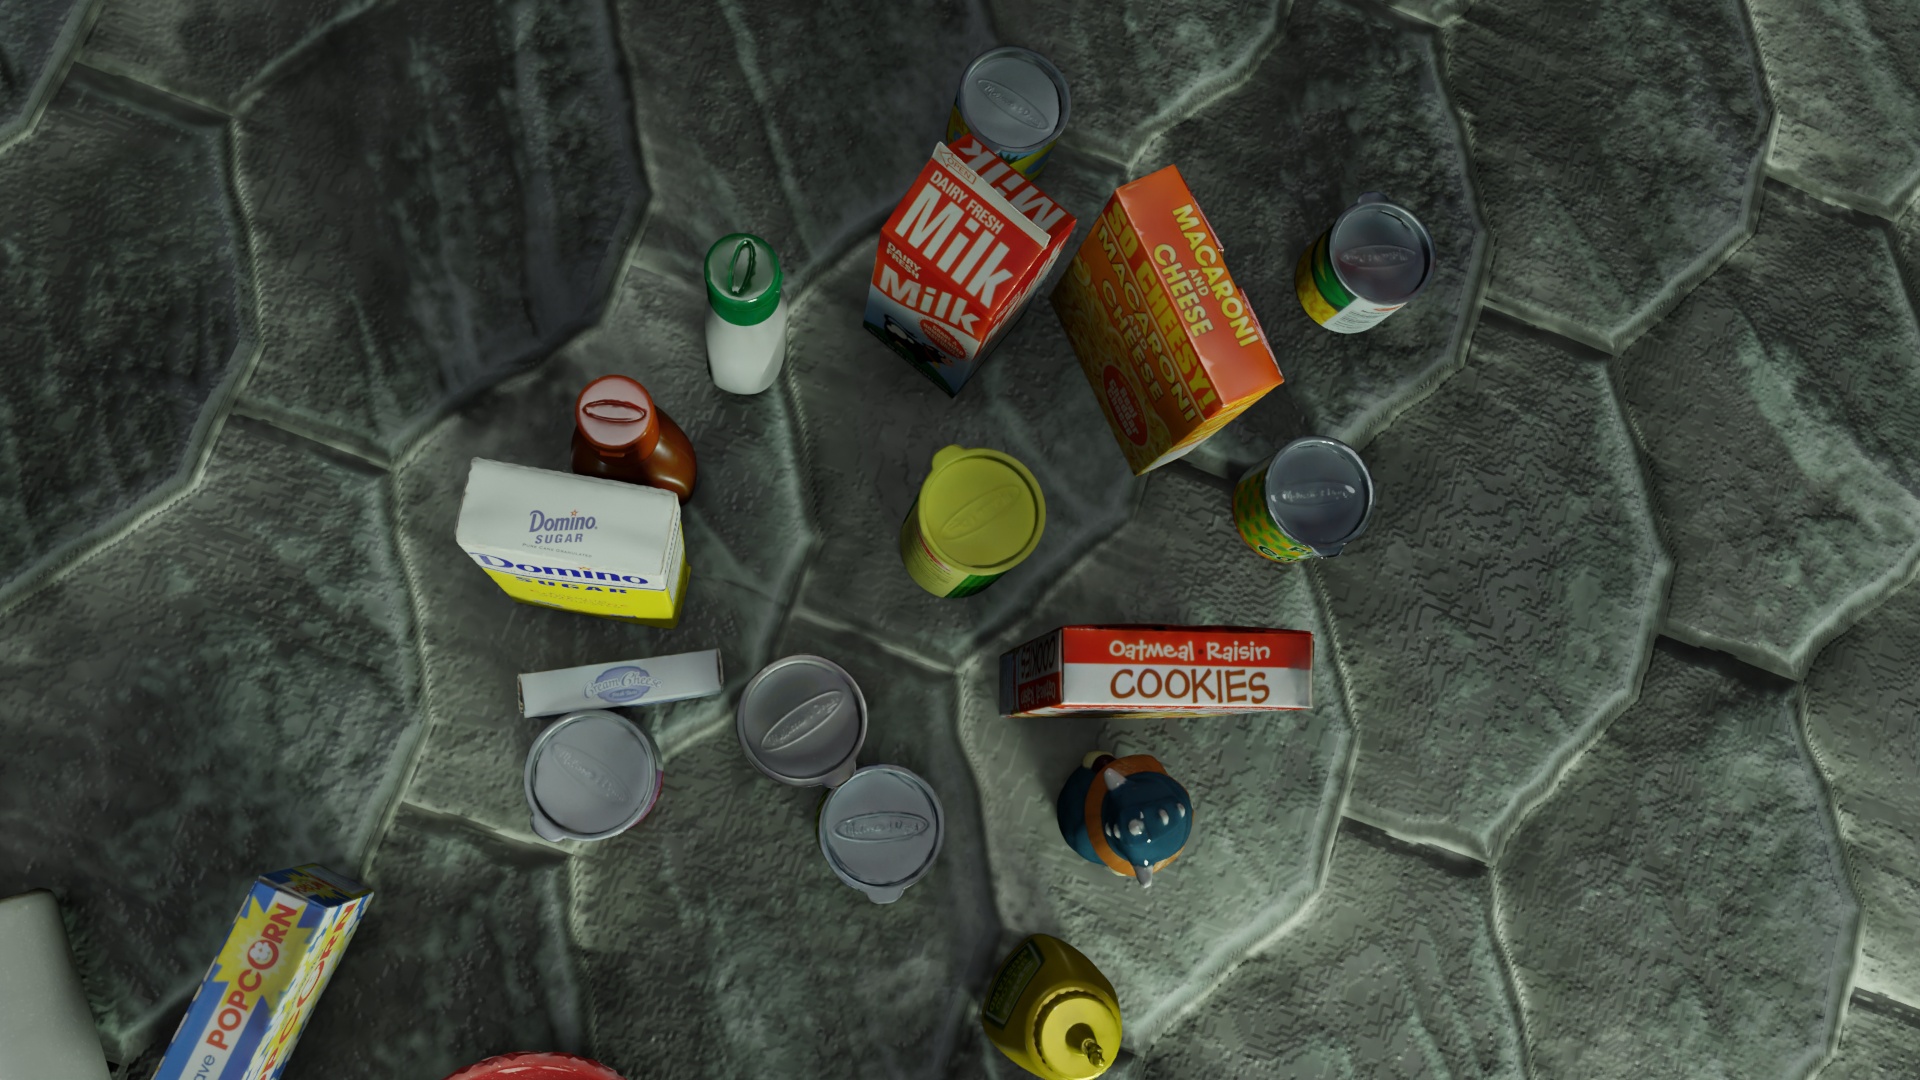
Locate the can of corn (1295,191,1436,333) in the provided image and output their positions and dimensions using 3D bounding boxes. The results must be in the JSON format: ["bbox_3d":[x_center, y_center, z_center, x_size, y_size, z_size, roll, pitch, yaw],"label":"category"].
[{"bbox_3d":[0.244,-0.167,0.843,0.071,0.058,0.071,1,80,-8],"label":"can of corn"}]

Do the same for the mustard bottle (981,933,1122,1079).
[{"bbox_3d":[0.049,0.237,0.692,0.049,0.160,0.065,33,78,-2],"label":"mustard bottle"}]

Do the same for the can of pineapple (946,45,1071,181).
[{"bbox_3d":[0.026,-0.249,0.825,0.071,0.057,0.071,1,80,-8],"label":"can of pineapple"}]

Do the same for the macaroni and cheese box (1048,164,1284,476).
[{"bbox_3d":[0.106,-0.113,0.758,0.040,0.166,0.124,-24,85,-11],"label":"macaroni and cheese box"}]

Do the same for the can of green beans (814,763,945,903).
[{"bbox_3d":[-0.045,0.153,0.745,0.071,0.057,0.071,1,80,-8],"label":"can of green beans"}]

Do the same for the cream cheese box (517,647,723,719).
[{"bbox_3d":[-0.178,0.077,0.741,0.104,0.053,0.024,-7,82,-9],"label":"cream cheese box"}]

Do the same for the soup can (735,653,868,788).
[{"bbox_3d":[-0.084,0.099,0.736,0.071,0.083,0.071,1,81,-8],"label":"soup can"}]

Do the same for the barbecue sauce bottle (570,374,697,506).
[{"bbox_3d":[-0.171,-0.048,0.715,0.065,0.148,0.044,6,80,-7],"label":"barbecue sauce bottle"}]

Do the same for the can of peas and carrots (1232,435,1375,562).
[{"bbox_3d":[0.200,-0.021,0.811,0.071,0.058,0.071,1,80,-8],"label":"can of peas and carrots"}]

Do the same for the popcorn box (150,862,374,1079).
[{"bbox_3d":[-0.342,0.226,0.675,0.038,0.085,0.127,24,78,-4],"label":"popcorn box"}]

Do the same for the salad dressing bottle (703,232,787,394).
[{"bbox_3d":[-0.114,-0.120,0.736,0.044,0.147,0.064,13,79,-6],"label":"salad dressing bottle"}]

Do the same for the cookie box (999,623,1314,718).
[{"bbox_3d":[0.094,0.071,0.724,0.123,0.167,0.040,1,81,-8],"label":"cookie box"}]

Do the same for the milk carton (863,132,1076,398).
[{"bbox_3d":[0.003,-0.147,0.736,0.072,0.190,0.073,40,78,0],"label":"milk carton"}]

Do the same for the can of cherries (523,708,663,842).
[{"bbox_3d":[-0.193,0.124,0.728,0.071,0.058,0.071,1,80,-8],"label":"can of cherries"}]

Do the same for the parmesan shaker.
[{"bbox_3d":[0.003,-0.009,0.757,0.071,0.103,0.071,1,81,-8],"label":"parmesan shaker"}]
